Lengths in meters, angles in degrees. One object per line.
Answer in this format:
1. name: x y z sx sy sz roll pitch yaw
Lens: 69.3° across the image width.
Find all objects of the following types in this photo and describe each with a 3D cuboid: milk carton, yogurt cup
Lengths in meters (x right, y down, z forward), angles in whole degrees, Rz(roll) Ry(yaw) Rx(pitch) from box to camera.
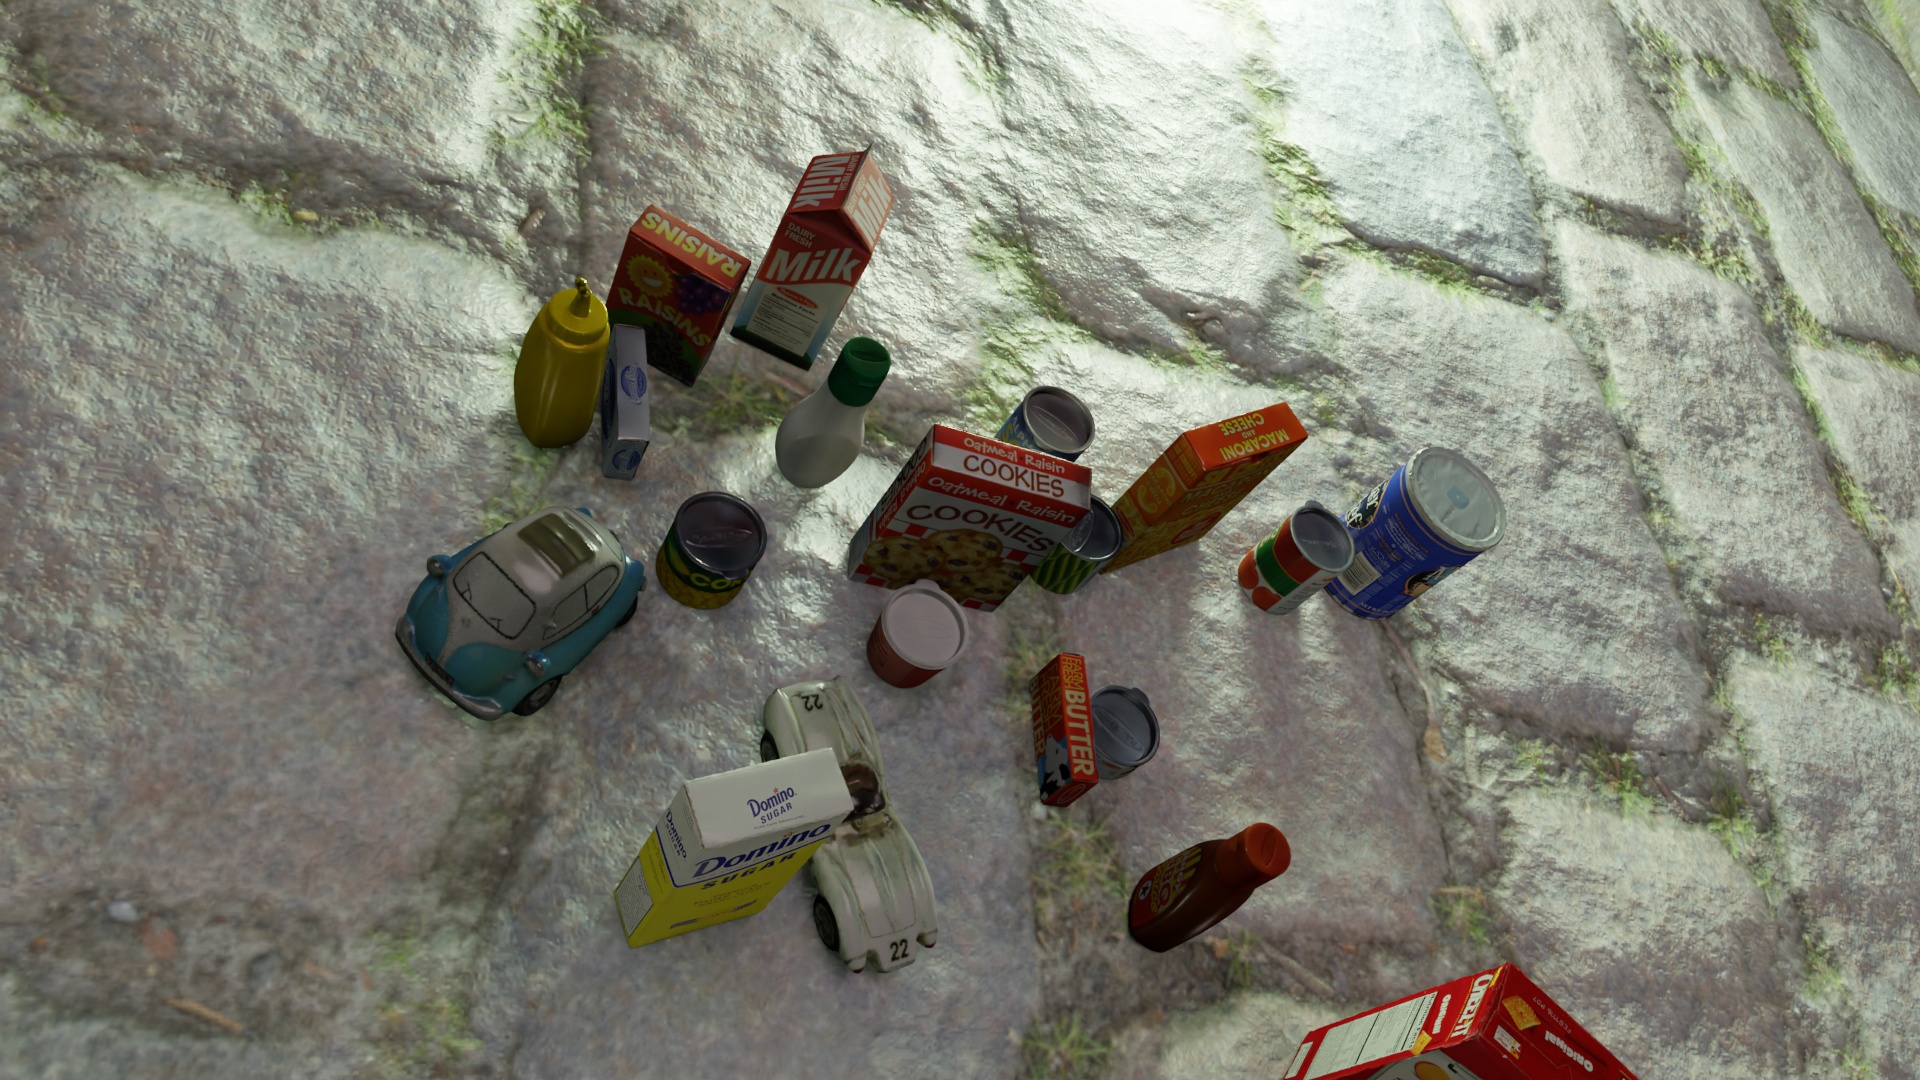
1. milk carton: -0.111 -0.225 1.083 0.073 0.189 0.073 25 52 -12
2. yogurt cup: -0.035 0.073 1.020 0.072 0.053 0.073 13 55 -20

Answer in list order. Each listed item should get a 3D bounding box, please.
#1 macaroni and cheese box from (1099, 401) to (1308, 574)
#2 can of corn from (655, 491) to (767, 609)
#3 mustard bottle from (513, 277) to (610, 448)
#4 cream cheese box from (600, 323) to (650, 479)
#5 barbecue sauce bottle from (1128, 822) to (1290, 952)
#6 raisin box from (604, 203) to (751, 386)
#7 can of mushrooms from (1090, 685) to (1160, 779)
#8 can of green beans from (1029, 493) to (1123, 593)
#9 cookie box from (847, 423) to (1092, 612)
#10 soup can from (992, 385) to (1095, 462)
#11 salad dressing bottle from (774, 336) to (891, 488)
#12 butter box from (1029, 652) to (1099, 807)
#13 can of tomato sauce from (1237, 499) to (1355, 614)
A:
1. macaroni and cheese box: 0.190 -0.041 1.138 0.124 0.165 0.040 -18 70 -35
2. can of corn: -0.176 0.010 0.984 0.071 0.058 0.071 13 55 -20
3. mustard bottle: -0.271 -0.127 0.956 0.049 0.159 0.065 -12 67 -33
4. cream cheese box: -0.247 -0.102 1.021 0.024 0.053 0.104 5 58 -25
5. barbecue sauce bottle: 0.172 0.237 0.962 0.043 0.147 0.065 32 51 -7
6. raisin box: -0.217 -0.182 1.043 0.086 0.122 0.040 30 51 -8
7. can of mushrooms: 0.118 0.146 1.066 0.071 0.033 0.071 13 55 -20
8. can of green beans: 0.090 0.002 1.128 0.071 0.057 0.071 13 55 -20
9. cookie box: 0.004 -0.013 1.022 0.123 0.166 0.040 14 55 -19
10. soup can: 0.061 -0.076 1.147 0.071 0.083 0.071 13 55 -20
11. salad dressing bottle: -0.094 -0.094 1.036 0.064 0.147 0.044 8 57 -24
12. butter box: 0.076 0.141 1.036 0.024 0.053 0.104 10 56 -22
13. can of tomato sauce: 0.290 0.016 1.208 0.071 0.082 0.071 13 55 -20
